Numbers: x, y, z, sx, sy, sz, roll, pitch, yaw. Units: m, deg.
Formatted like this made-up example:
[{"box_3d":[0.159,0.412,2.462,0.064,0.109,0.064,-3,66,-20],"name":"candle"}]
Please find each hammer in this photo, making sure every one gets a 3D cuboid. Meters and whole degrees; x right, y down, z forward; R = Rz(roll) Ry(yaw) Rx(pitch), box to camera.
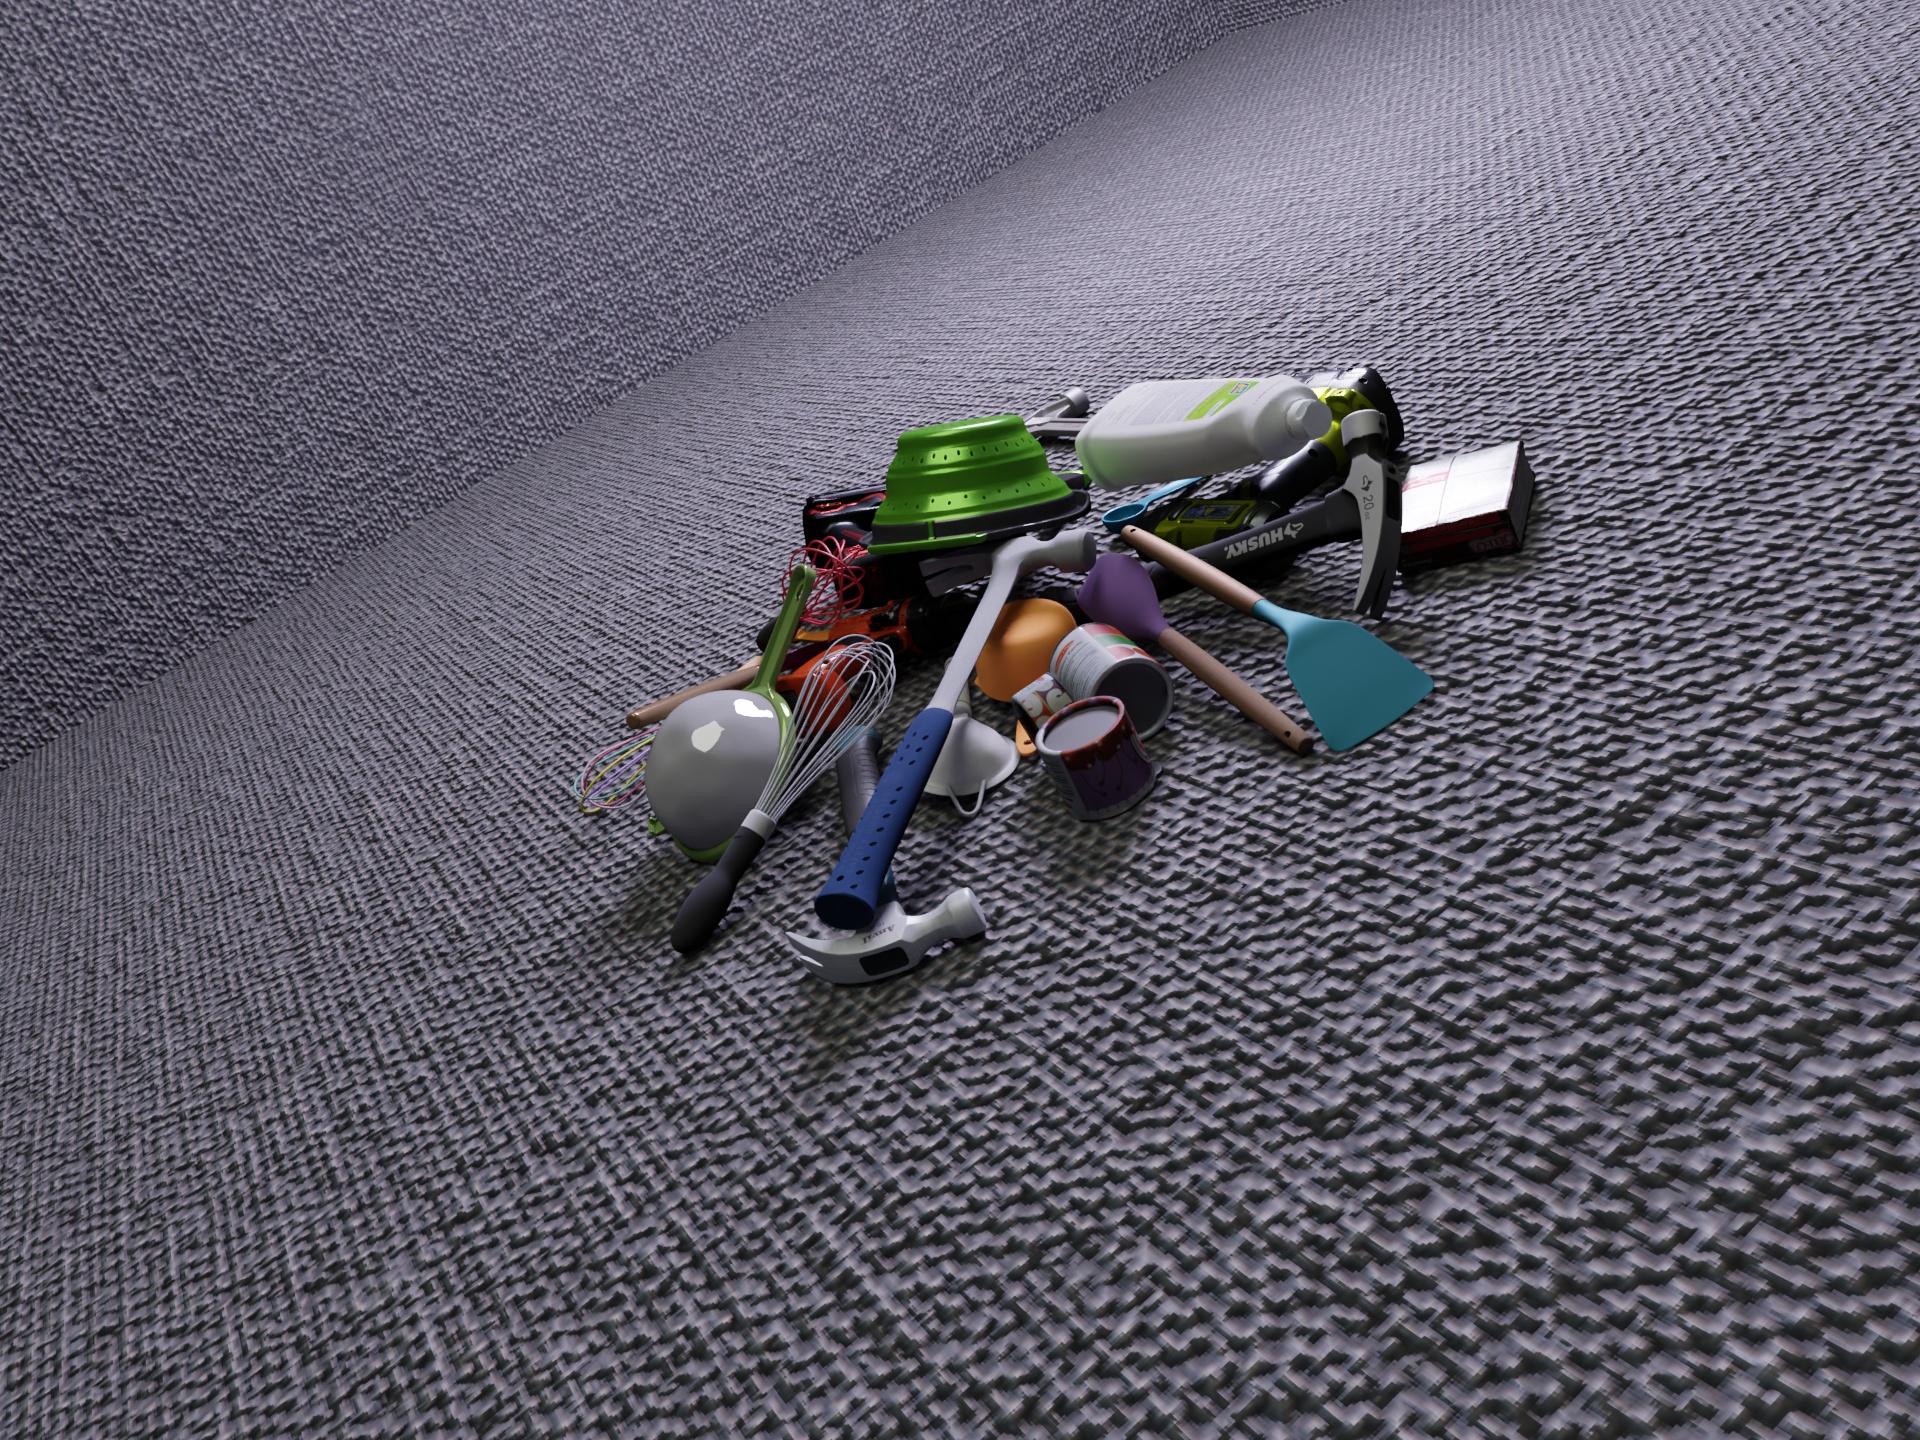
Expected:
[{"box_3d":[0.164,-0.296,1.640,0.149,0.036,0.359,-37,26,-20],"name":"hammer"},{"box_3d":[-0.065,0.084,1.150,0.128,0.033,0.331,-25,25,3],"name":"hammer"},{"box_3d":[-0.018,-0.009,1.152,0.144,0.035,0.406,-4,38,27],"name":"hammer"},{"box_3d":[0.185,-0.113,1.219,0.335,0.035,0.146,-17,69,42],"name":"hammer"}]

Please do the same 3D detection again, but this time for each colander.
[{"box_3d":[0.038,-0.232,1.443,0.204,0.094,0.397,-3,14,25],"name":"colander"}]

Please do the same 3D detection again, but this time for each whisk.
[{"box_3d":[-0.146,-0.104,1.458,0.073,0.073,0.296,-38,3,-22],"name":"whisk"},{"box_3d":[-0.265,0.010,1.482,0.051,0.047,0.245,13,41,38],"name":"whisk"},{"box_3d":[-0.135,0.053,1.197,0.070,0.070,0.285,7,59,50],"name":"whisk"}]

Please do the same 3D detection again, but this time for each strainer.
[{"box_3d":[-0.002,-0.004,1.249,0.087,0.050,0.259,-9,23,2],"name":"strainer"},{"box_3d":[-0.186,-0.016,1.275,0.151,0.069,0.256,10,77,50],"name":"strainer"}]

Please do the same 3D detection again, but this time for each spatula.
[{"box_3d":[0.200,-0.078,1.126,0.082,0.044,0.318,-33,34,-9],"name":"spatula"},{"box_3d":[0.162,-0.052,1.147,0.059,0.018,0.316,-63,32,15],"name":"spatula"}]

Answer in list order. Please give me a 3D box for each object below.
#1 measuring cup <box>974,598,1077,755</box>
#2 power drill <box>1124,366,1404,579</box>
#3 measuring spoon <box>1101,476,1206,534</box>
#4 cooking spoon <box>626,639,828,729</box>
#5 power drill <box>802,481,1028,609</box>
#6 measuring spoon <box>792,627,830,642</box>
[{"box_3d":[0.049,-0.038,1.227,0.095,0.052,0.174,-10,30,10],"name":"measuring cup"},{"box_3d":[0.251,-0.201,1.331,0.223,0.080,0.171,-43,29,-24],"name":"power drill"},{"box_3d":[0.186,-0.200,1.466,0.128,0.021,0.042,-28,24,-23],"name":"measuring spoon"},{"box_3d":[-0.195,-0.035,1.403,0.069,0.017,0.319,-21,3,28],"name":"cooking spoon"},{"box_3d":[-0.050,-0.172,1.548,0.188,0.080,0.227,-12,22,-15],"name":"power drill"},{"box_3d":[-0.132,-0.086,1.562,0.117,0.011,0.021,2,38,46],"name":"measuring spoon"}]
